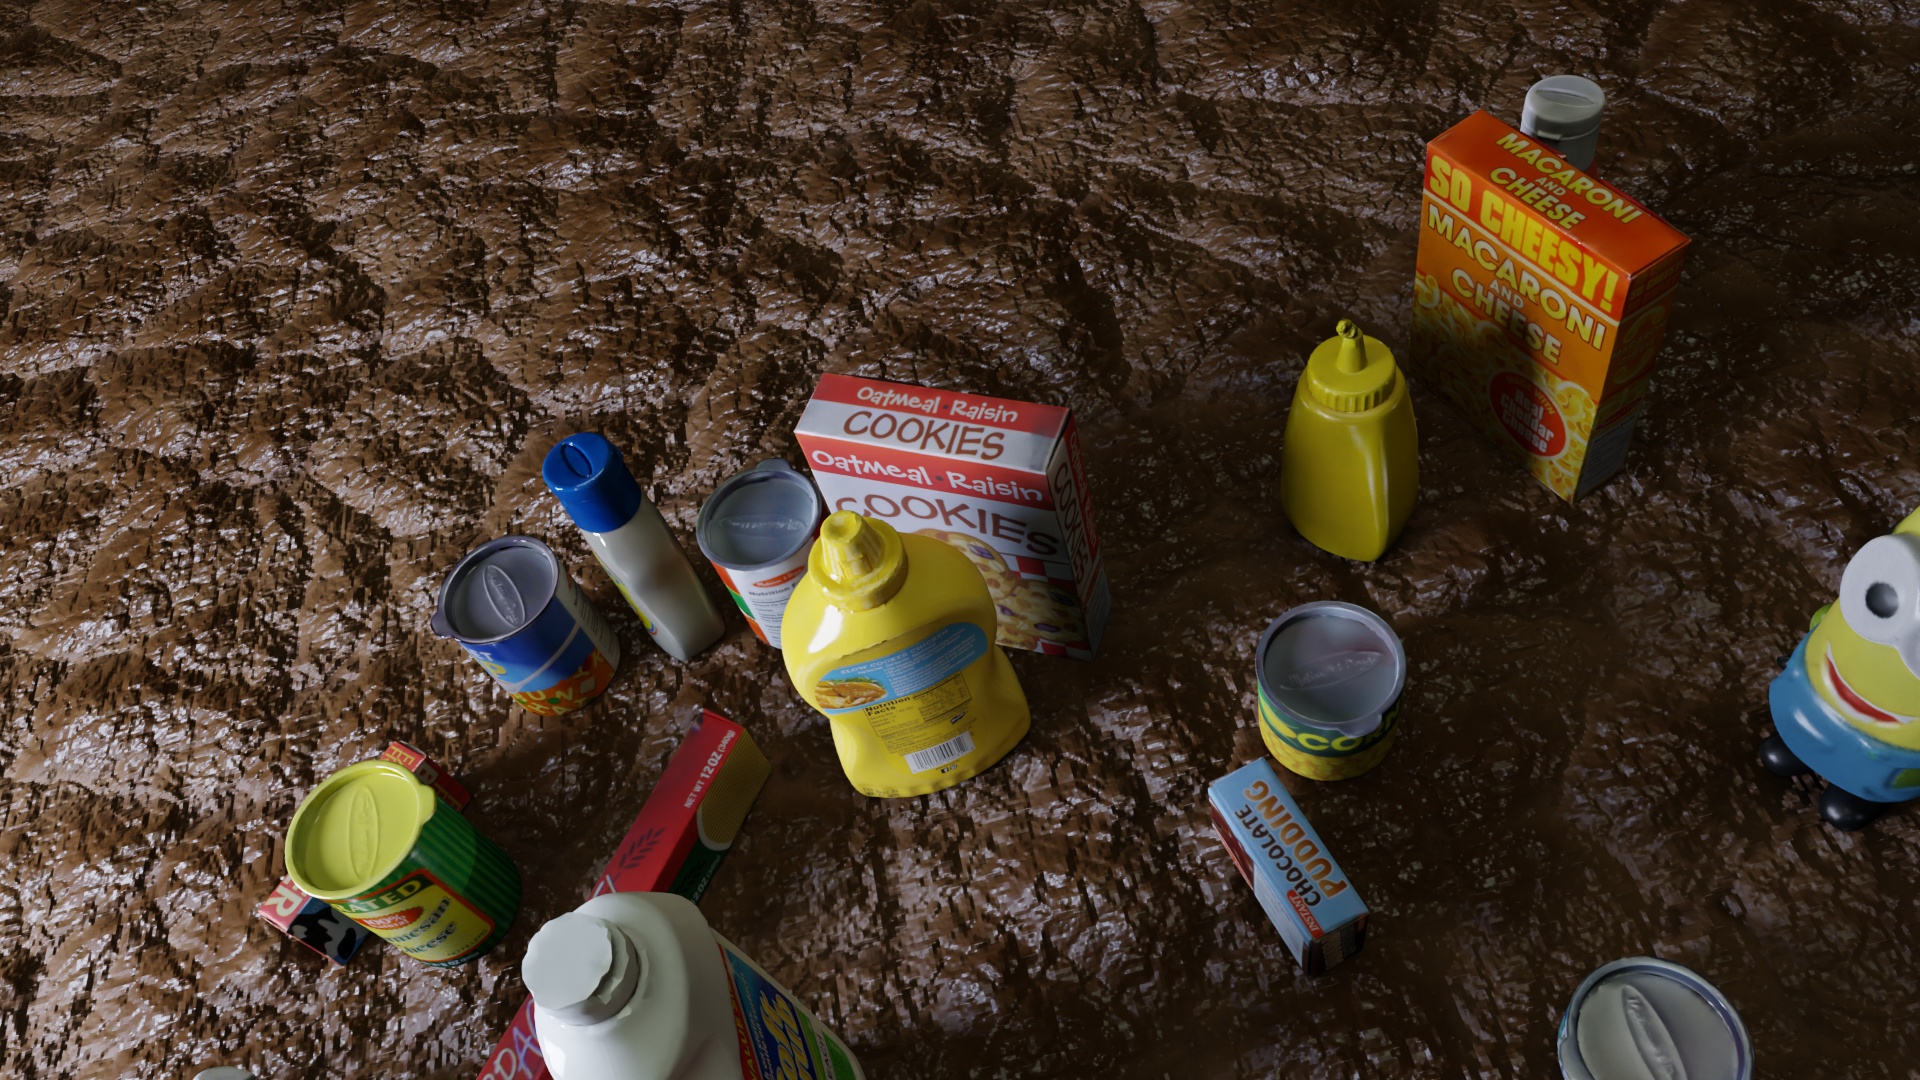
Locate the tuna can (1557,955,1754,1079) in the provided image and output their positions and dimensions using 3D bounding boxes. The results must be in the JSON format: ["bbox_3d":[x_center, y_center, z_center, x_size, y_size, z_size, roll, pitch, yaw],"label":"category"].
[{"bbox_3d":[0.270,0.203,0.549,0.071,0.032,0.071,-6,54,9],"label":"tuna can"}]

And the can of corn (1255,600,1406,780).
[{"bbox_3d":[0.173,0.073,0.648,0.071,0.058,0.071,-6,54,9],"label":"can of corn"}]

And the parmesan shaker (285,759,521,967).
[{"bbox_3d":[-0.259,0.156,0.663,0.071,0.102,0.071,-6,54,9],"label":"parmesan shaker"}]

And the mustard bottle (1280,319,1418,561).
[{"bbox_3d":[0.189,-0.052,0.670,0.065,0.159,0.049,26,65,28],"label":"mustard bottle"}]

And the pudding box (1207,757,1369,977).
[{"bbox_3d":[0.143,0.143,0.611,0.030,0.049,0.084,-27,54,-6],"label":"pudding box"}]

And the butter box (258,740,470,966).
[{"bbox_3d":[-0.299,0.157,0.703,0.024,0.053,0.104,20,62,25],"label":"butter box"}]

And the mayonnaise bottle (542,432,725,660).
[{"bbox_3d":[-0.170,0.003,0.723,0.041,0.147,0.065,-36,55,-12],"label":"mayonnaise bottle"}]

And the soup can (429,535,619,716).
[{"bbox_3d":[-0.232,0.048,0.745,0.071,0.083,0.072,-6,54,9],"label":"soup can"}]

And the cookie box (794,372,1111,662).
[{"bbox_3d":[0.002,-0.009,0.678,0.123,0.166,0.040,10,59,20],"label":"cookie box"}]

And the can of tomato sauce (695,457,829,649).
[{"bbox_3d":[-0.095,0.009,0.741,0.071,0.082,0.071,-6,54,9],"label":"can of tomato sauce"}]

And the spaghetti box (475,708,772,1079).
[{"bbox_3d":[-0.164,0.197,0.645,0.029,0.050,0.251,16,60,23],"label":"spaghetti box"}]

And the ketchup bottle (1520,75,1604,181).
[{"bbox_3d":[0.309,-0.174,0.735,0.065,0.148,0.044,23,64,26],"label":"ketchup bottle"}]

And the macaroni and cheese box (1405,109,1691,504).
[{"bbox_3d":[0.282,-0.113,0.687,0.040,0.165,0.124,-33,55,-10],"label":"macaroni and cheese box"}]
